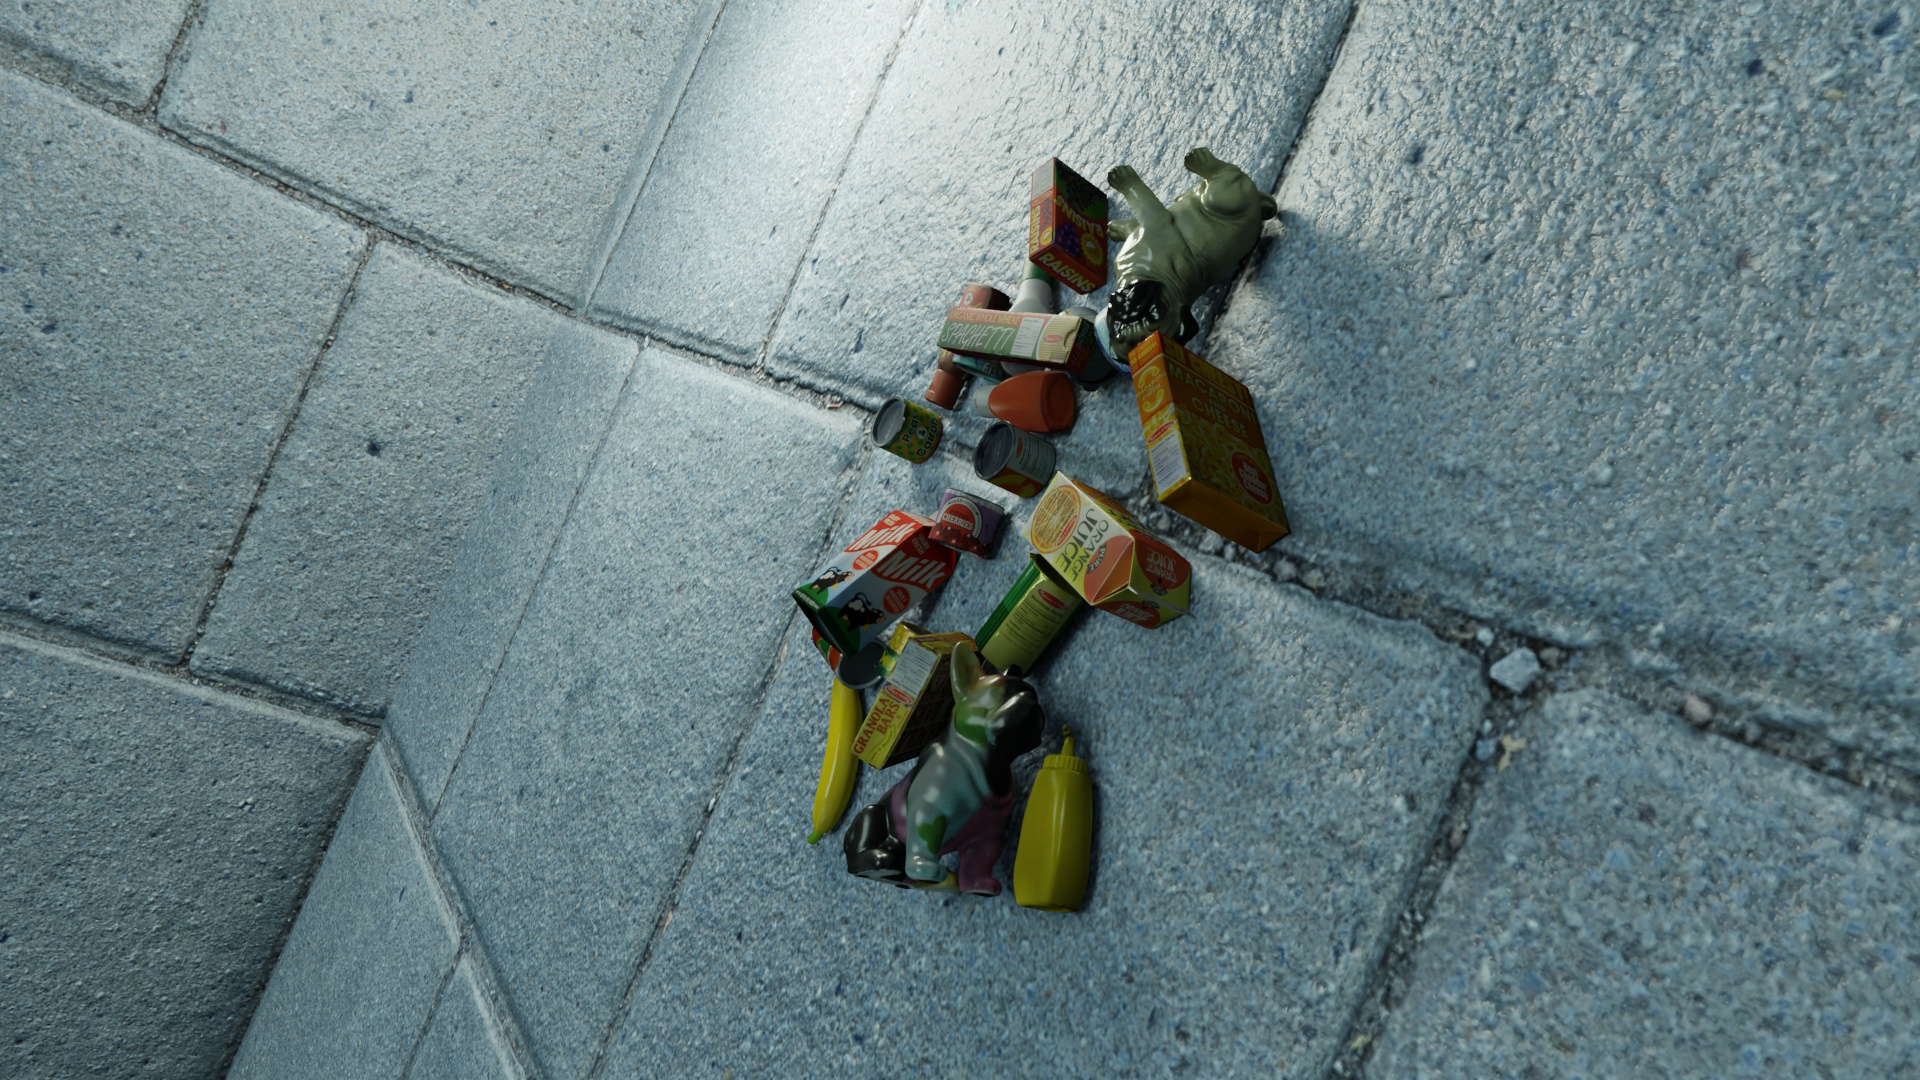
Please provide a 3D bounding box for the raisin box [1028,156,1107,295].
[{"bbox_3d":[0.117,-0.337,1.490,0.040,0.086,0.124,-23,52,41],"label":"raisin box"}]

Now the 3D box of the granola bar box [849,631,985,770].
[{"bbox_3d":[-0.036,0.152,1.344,0.039,0.165,0.124,30,96,16],"label":"granola bar box"}]

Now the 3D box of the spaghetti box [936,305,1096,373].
[{"bbox_3d":[0.054,-0.209,1.428,0.250,0.028,0.050,20,89,57],"label":"spaghetti box"}]

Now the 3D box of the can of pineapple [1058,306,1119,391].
[{"bbox_3d":[0.126,-0.195,1.407,0.071,0.071,0.058,-56,34,16],"label":"can of pineapple"}]

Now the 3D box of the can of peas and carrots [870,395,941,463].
[{"bbox_3d":[-0.063,-0.130,1.641,0.070,0.059,0.071,-32,47,41],"label":"can of peas and carrots"}]

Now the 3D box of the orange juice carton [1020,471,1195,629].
[{"bbox_3d":[0.137,0.015,1.253,0.073,0.072,0.193,-59,33,11],"label":"orange juice carton"}]

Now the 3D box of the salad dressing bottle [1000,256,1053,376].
[{"bbox_3d":[0.078,-0.248,1.521,0.043,0.064,0.148,81,-163,-58],"label":"salad dressing bottle"}]

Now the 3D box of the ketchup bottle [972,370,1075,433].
[{"bbox_3d":[0.064,-0.148,1.480,0.149,0.044,0.064,10,107,59],"label":"ketchup bottle"}]

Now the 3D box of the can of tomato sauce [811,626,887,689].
[{"bbox_3d":[-0.124,0.121,1.562,0.071,0.071,0.083,-60,34,10],"label":"can of tomato sauce"}]

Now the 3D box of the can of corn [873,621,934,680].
[{"bbox_3d":[-0.049,0.123,1.453,0.071,0.071,0.058,33,97,57],"label":"can of corn"}]

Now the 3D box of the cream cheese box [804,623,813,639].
[{"bbox_3d":[-0.137,0.075,1.623,0.024,0.053,0.104,19,85,59],"label":"cream cheese box"}]

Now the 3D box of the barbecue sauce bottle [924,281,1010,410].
[{"bbox_3d":[0.004,-0.226,1.620,0.065,0.043,0.148,27,93,56],"label":"barbecue sauce bottle"}]

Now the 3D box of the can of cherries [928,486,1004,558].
[{"bbox_3d":[0.005,-0.018,1.463,0.071,0.071,0.058,15,83,57],"label":"can of cherries"}]

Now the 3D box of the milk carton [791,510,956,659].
[{"bbox_3d":[-0.080,0.034,1.512,0.191,0.073,0.072,-40,30,-15],"label":"milk carton"}]

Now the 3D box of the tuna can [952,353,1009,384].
[{"bbox_3d":[0.027,-0.201,1.551,0.071,0.071,0.033,23,91,57],"label":"tuna can"}]

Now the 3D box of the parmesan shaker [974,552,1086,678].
[{"bbox_3d":[0.066,0.071,1.321,0.102,0.071,0.071,-54,35,19],"label":"parmesan shaker"}]

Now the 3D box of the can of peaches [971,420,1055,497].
[{"bbox_3d":[0.055,-0.084,1.445,0.071,0.058,0.071,-33,46,42],"label":"can of peaches"}]

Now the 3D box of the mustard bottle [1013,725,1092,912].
[{"bbox_3d":[0.086,0.239,1.205,0.065,0.049,0.161,-19,55,53],"label":"mustard bottle"}]

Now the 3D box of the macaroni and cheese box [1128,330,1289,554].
[{"bbox_3d":[0.206,-0.083,1.169,0.040,0.123,0.167,-38,41,35],"label":"macaroni and cheese box"}]
